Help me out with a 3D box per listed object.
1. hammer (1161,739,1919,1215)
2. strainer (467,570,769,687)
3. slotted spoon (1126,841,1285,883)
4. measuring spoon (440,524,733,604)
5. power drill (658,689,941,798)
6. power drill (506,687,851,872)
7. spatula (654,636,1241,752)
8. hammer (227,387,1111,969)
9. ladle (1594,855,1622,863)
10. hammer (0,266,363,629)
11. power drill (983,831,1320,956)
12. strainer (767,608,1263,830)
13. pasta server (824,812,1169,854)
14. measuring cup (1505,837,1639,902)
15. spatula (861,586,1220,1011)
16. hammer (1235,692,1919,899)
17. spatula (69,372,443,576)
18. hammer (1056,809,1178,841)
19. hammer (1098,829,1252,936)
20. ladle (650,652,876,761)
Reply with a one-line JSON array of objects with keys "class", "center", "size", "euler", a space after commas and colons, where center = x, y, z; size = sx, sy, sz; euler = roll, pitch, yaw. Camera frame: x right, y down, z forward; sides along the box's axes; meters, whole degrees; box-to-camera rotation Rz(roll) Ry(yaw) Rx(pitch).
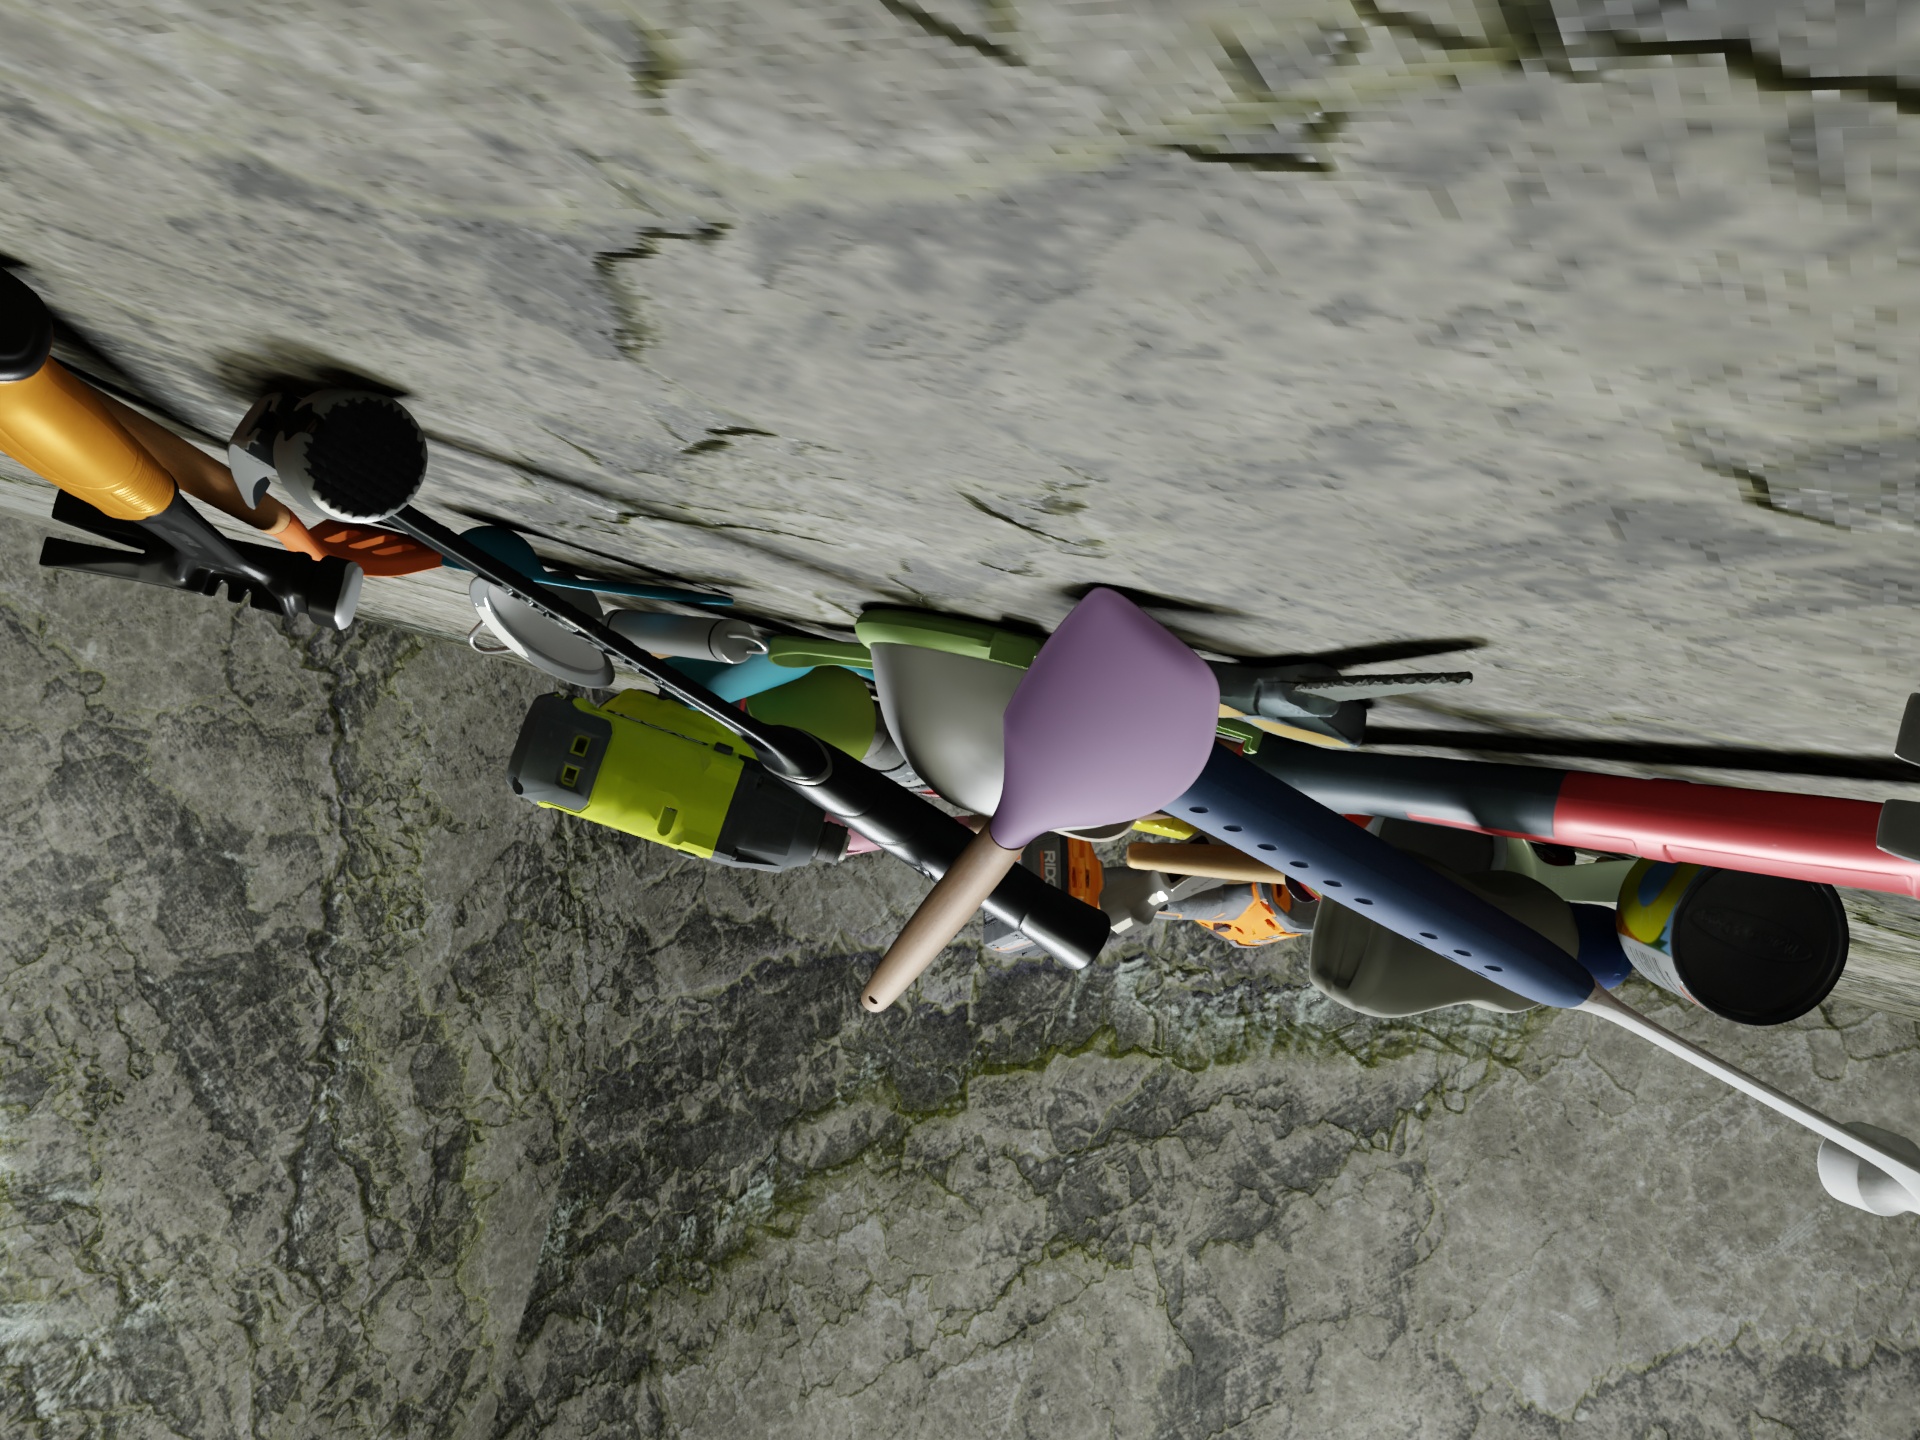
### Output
[{"class": "hammer", "center": [0.223, 0.097, 0.550], "size": [0.405, 0.035, 0.144], "euler": [28, 175, -12]}, {"class": "strainer", "center": [-0.165, -0.045, 0.764], "size": [0.258, 0.050, 0.086], "euler": [9, 147, 49]}, {"class": "slotted spoon", "center": [0.243, 0.080, 0.821], "size": [0.314, 0.031, 0.070], "euler": [4, 176, 1]}, {"class": "measuring spoon", "center": [-0.161, -0.068, 0.700], "size": [0.128, 0.021, 0.042], "euler": [6, -173, -24]}, {"class": "power drill", "center": [-0.107, 0.005, 1.129], "size": [0.227, 0.080, 0.187], "euler": [10, 175, 23]}, {"class": "power drill", "center": [-0.148, 0.036, 0.887], "size": [0.171, 0.080, 0.223], "euler": [19, 179, -7]}, {"class": "spatula", "center": [-0.001, -0.003, 0.798], "size": [0.317, 0.044, 0.082], "euler": [13, 166, 15]}, {"class": "hammer", "center": [-0.079, 0.005, 0.589], "size": [0.408, 0.036, 0.149], "euler": [35, 168, -37]}, {"class": "ladle", "center": [0.453, 0.119, 0.960], "size": [0.315, 0.031, 0.069], "euler": [20, 171, -42]}, {"class": "hammer", "center": [-0.291, -0.084, 0.533], "size": [0.127, 0.034, 0.337], "euler": [13, 171, -11]}, {"class": "power drill", "center": [0.133, 0.125, 1.125], "size": [0.226, 0.084, 0.164], "euler": [3, 165, -13]}, {"class": "strainer", "center": [-0.011, 0.001, 0.683], "size": [0.151, 0.069, 0.256], "euler": [18, 174, -41]}, {"class": "pasta server", "center": [0.033, 0.064, 1.123], "size": [0.316, 0.040, 0.060], "euler": [-5, 170, -2]}, {"class": "measuring cup", "center": [0.281, 0.075, 0.779], "size": [0.167, 0.083, 0.038], "euler": [0, -173, -8]}, {"class": "spatula", "center": [0.011, 0.050, 0.562], "size": [0.060, 0.018, 0.315], "euler": [40, 147, 4]}, {"class": "hammer", "center": [0.181, 0.024, 0.497], "size": [0.143, 0.038, 0.386], "euler": [17, 176, -20]}, {"class": "spatula", "center": [-0.303, -0.102, 0.681], "size": [0.081, 0.041, 0.322], "euler": [15, 172, 5]}, {"class": "hammer", "center": [0.099, 0.044, 0.905], "size": [0.146, 0.038, 0.410], "euler": [13, -179, 8]}, {"class": "hammer", "center": [0.226, 0.086, 0.988], "size": [0.130, 0.031, 0.331], "euler": [-37, 155, 31]}, {"class": "ladle", "center": [-0.159, -0.027, 0.988], "size": [0.078, 0.062, 0.320], "euler": [9, -176, -39]}]
